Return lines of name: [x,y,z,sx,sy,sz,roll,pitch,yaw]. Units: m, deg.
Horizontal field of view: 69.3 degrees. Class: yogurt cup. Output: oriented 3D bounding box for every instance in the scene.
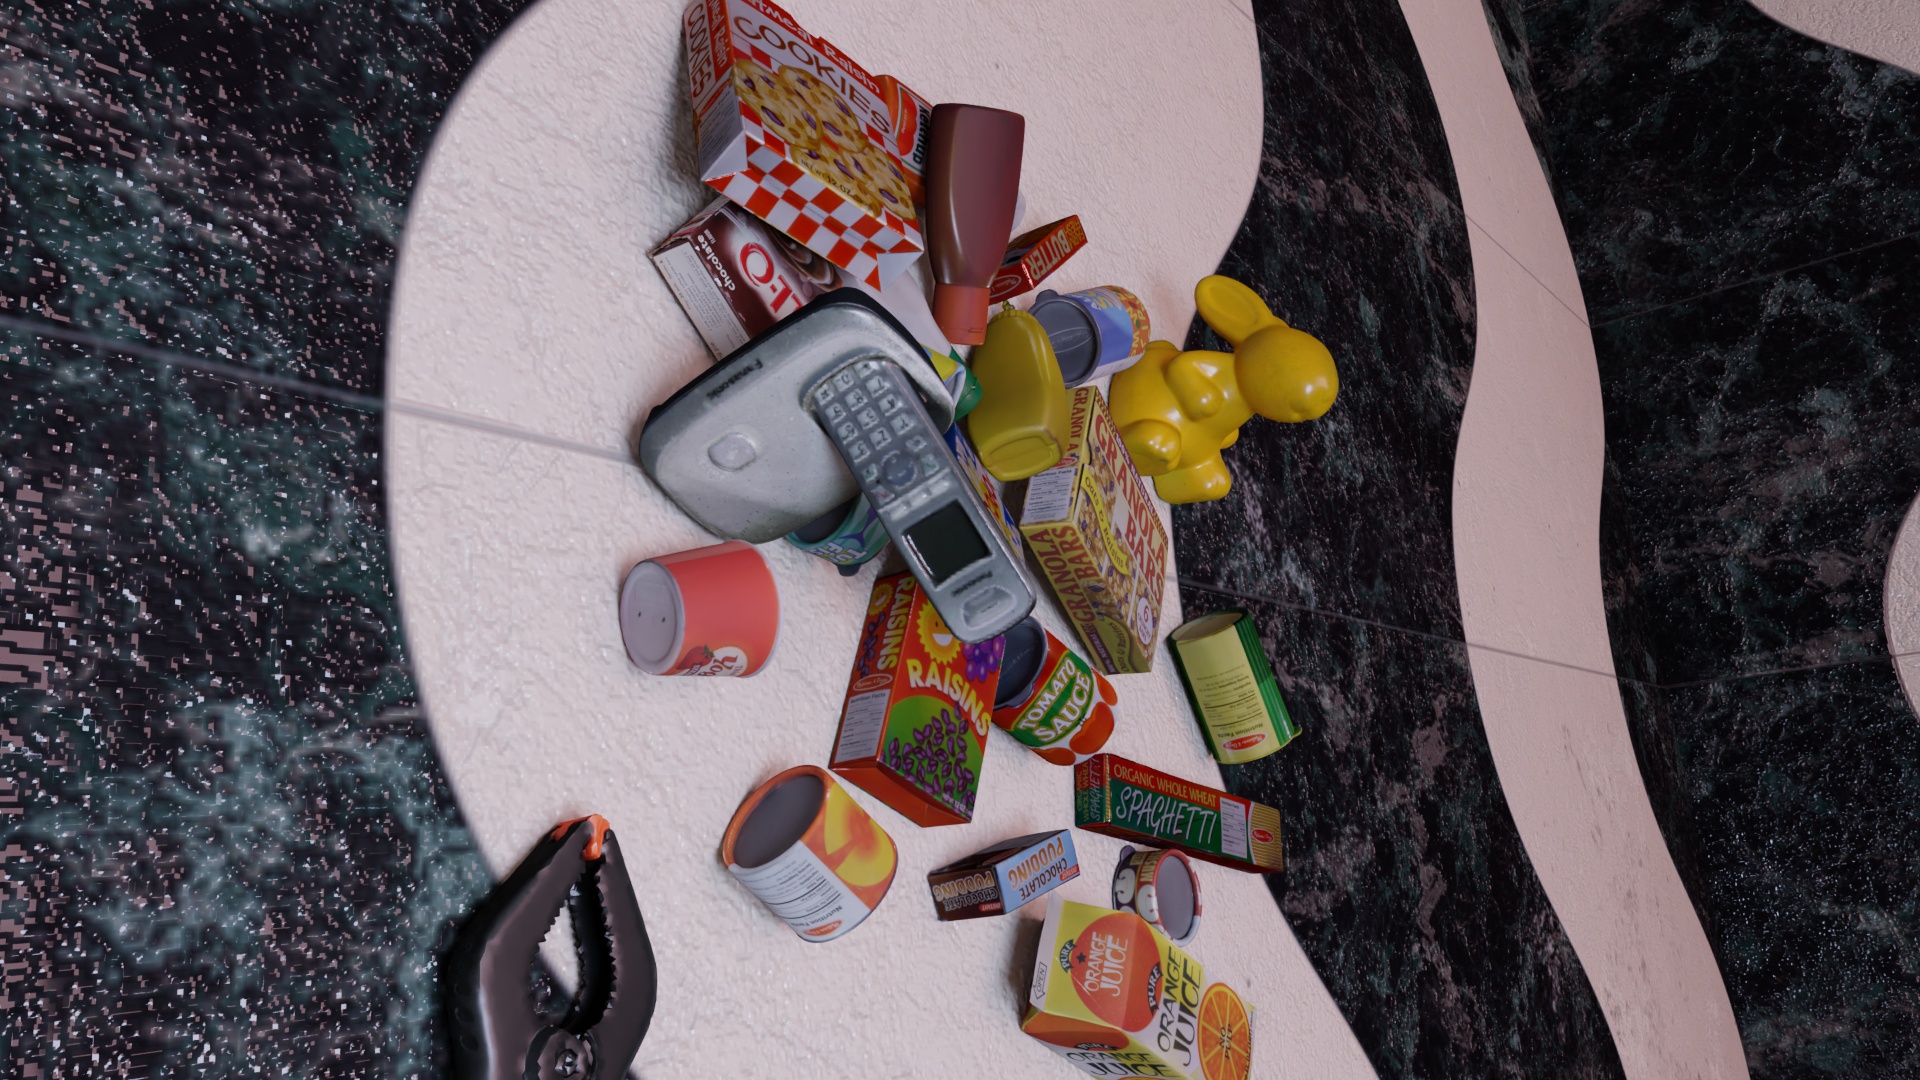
yogurt cup: [-0.125,0.034,0.661,0.054,0.072,0.072,-3,80,-45]

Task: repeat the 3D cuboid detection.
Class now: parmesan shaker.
parmesan shaker: [0.210,0.109,1.063,0.071,0.071,0.103,-32,103,-53]

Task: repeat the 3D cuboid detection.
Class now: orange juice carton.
orange juice carton: [0.103,0.287,0.855,0.192,0.073,0.072,44,46,-34]

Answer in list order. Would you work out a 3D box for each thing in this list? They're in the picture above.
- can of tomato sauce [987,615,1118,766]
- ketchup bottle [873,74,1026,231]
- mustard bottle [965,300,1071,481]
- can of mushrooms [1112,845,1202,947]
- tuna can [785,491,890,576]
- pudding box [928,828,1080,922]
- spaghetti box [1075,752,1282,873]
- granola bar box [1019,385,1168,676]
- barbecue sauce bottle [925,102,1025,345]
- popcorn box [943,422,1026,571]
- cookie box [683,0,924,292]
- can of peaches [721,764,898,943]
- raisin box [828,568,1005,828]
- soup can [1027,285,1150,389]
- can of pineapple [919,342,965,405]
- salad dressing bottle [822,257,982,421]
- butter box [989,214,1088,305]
can of tomato sauce: [0.050,0.095,0.861,0.083,0.071,0.071,41,48,-38]
ketchup bottle: [-0.014,-0.248,0.926,0.149,0.043,0.065,21,71,-48]
mustard bottle: [0.038,-0.109,0.923,0.161,0.065,0.048,-89,155,-44]
can of mushrooms: [0.134,0.242,0.947,0.071,0.033,0.071,22,61,-47]
tuna can: [-0.065,-0.018,0.755,0.033,0.071,0.071,26,58,-45]
pudding box: [0.026,0.195,0.809,0.084,0.049,0.030,-7,82,-54]
spaghetti box: [0.163,0.200,1.003,0.250,0.028,0.050,25,58,-46]
granola bar box: [0.097,-0.005,0.950,0.165,0.039,0.125,58,34,-42]
barbecue sauce bottle: [0.005,-0.201,0.892,0.065,0.044,0.148,-4,105,-41]
popcorn box: [0.003,-0.010,0.819,0.085,0.038,0.127,60,9,-19]
cookie box: [-0.088,-0.229,0.768,0.123,0.040,0.168,26,36,-37]
can of peaches: [-0.074,0.151,0.682,0.058,0.071,0.071,51,42,-28]
raisin box: [-0.022,0.090,0.794,0.086,0.040,0.124,40,47,-36]
soup can: [0.091,-0.152,1.008,0.084,0.071,0.071,-25,98,-54]
can of pineapple: [-0.038,-0.083,0.797,0.058,0.070,0.071,28,42,8]
salad dressing bottle: [-0.041,-0.135,0.850,0.147,0.044,0.064,51,33,-30]
butter box: [0.046,-0.197,0.978,0.104,0.053,0.024,-48,117,-49]
